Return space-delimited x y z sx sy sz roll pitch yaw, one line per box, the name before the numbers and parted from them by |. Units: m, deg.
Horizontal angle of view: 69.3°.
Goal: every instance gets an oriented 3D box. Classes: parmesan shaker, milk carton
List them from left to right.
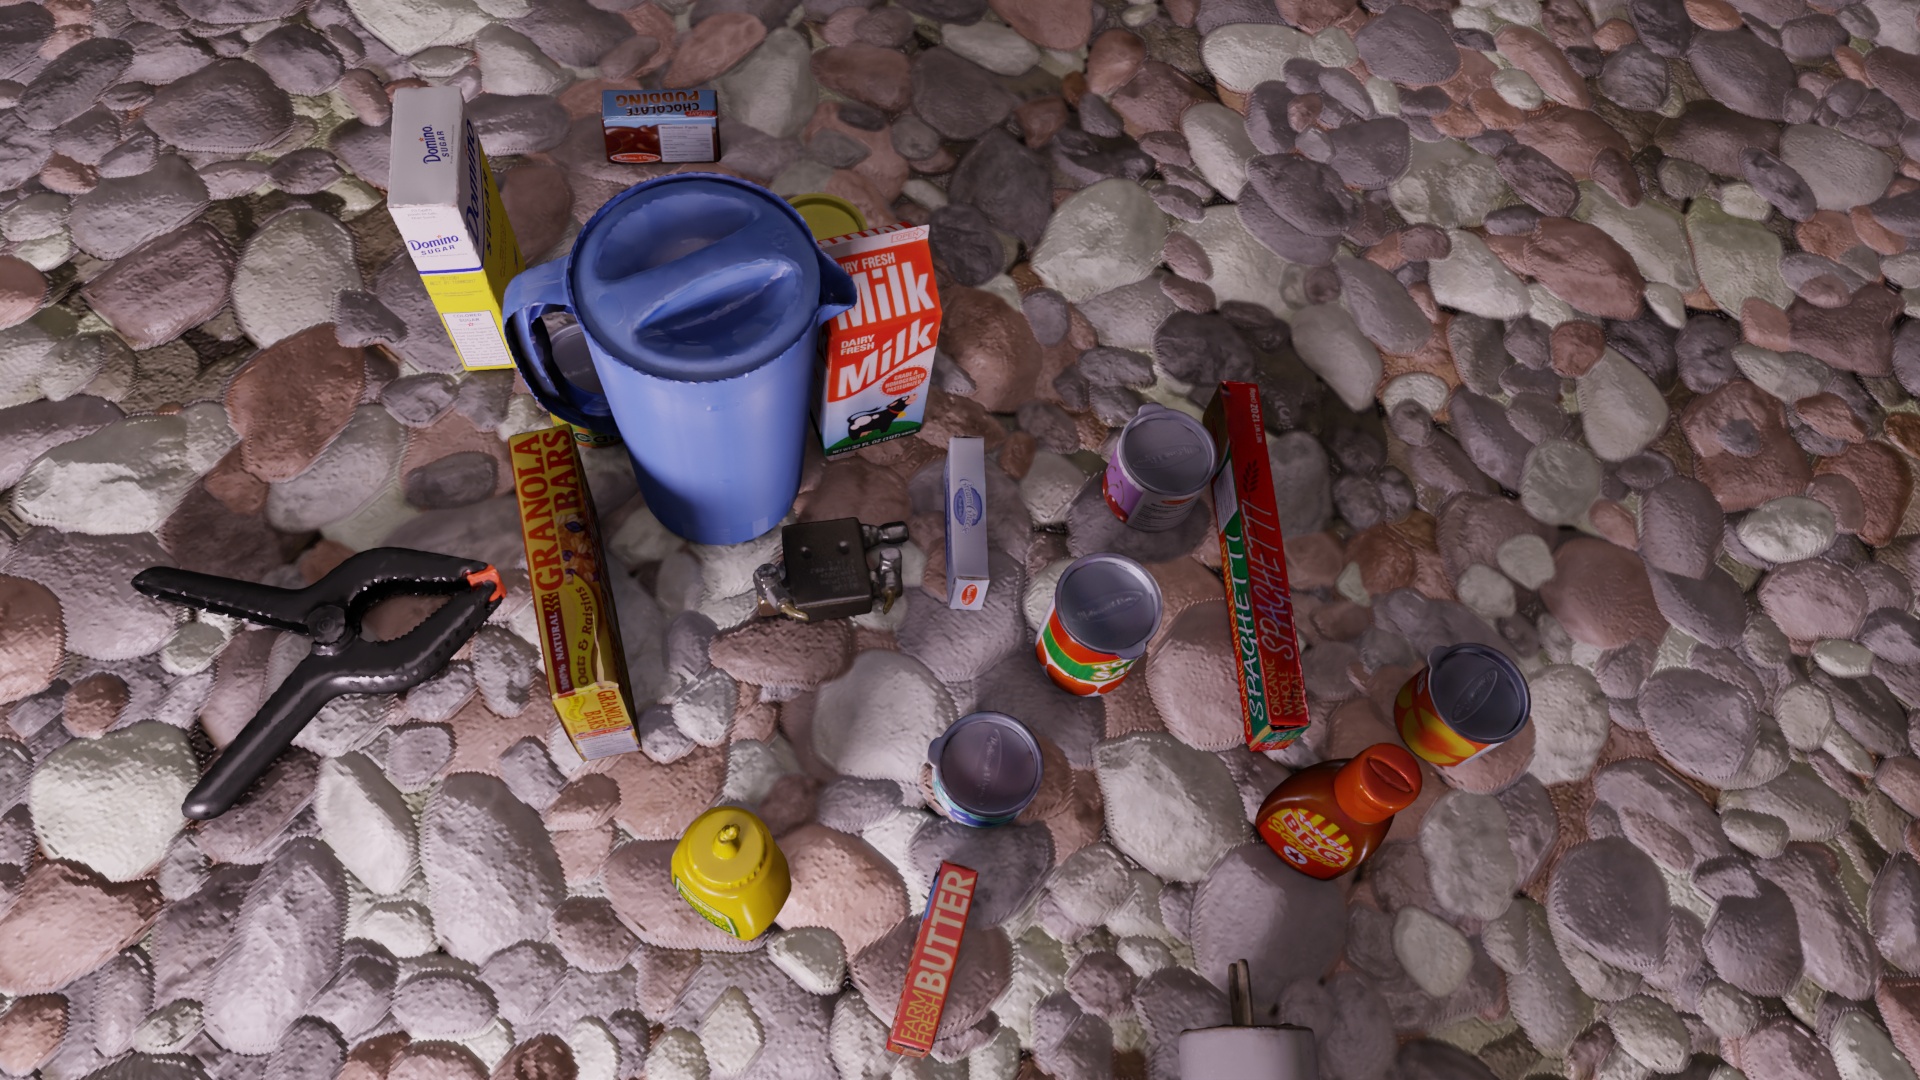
parmesan shaker | -0.100 -0.178 0.947 0.071 0.102 0.071 3 65 -6
milk carton | -0.061 -0.135 0.883 0.072 0.189 0.073 -16 68 -14

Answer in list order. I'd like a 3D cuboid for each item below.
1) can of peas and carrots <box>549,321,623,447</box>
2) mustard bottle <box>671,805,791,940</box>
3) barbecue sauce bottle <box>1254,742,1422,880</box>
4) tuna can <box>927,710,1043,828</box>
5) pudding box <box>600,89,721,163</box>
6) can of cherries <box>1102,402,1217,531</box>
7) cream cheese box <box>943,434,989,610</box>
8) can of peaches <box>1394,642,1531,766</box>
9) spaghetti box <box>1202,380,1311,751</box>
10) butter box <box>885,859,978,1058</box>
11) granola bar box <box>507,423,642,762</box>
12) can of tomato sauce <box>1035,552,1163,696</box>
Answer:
can of peas and carrots | -0.241 -0.101 0.918 0.071 0.058 0.071 3 65 -6
mustard bottle | -0.125 0.174 0.745 0.065 0.159 0.049 34 66 9
barbecue sauce bottle | 0.221 0.154 0.802 0.065 0.148 0.044 38 67 11
tuna can | 0.013 0.140 0.848 0.071 0.032 0.071 3 65 -6
pudding box | -0.220 -0.305 1.022 0.084 0.049 0.030 -4 66 -8
can of cherries | 0.133 -0.049 0.938 0.071 0.058 0.072 3 65 -6
cream cheese box | 0.003 -0.011 0.907 0.024 0.053 0.104 1 65 -6
can of peaches | 0.318 0.104 0.888 0.071 0.057 0.071 3 65 -6
spaghetti box | 0.193 0.014 0.920 0.029 0.050 0.251 0 65 -7
butter box | -0.016 0.238 0.787 0.024 0.053 0.104 17 64 1
granola bar box | -0.227 0.034 0.819 0.039 0.123 0.166 -12 67 -12
can of tomato sauce | 0.086 0.056 0.869 0.071 0.082 0.071 3 65 -6
